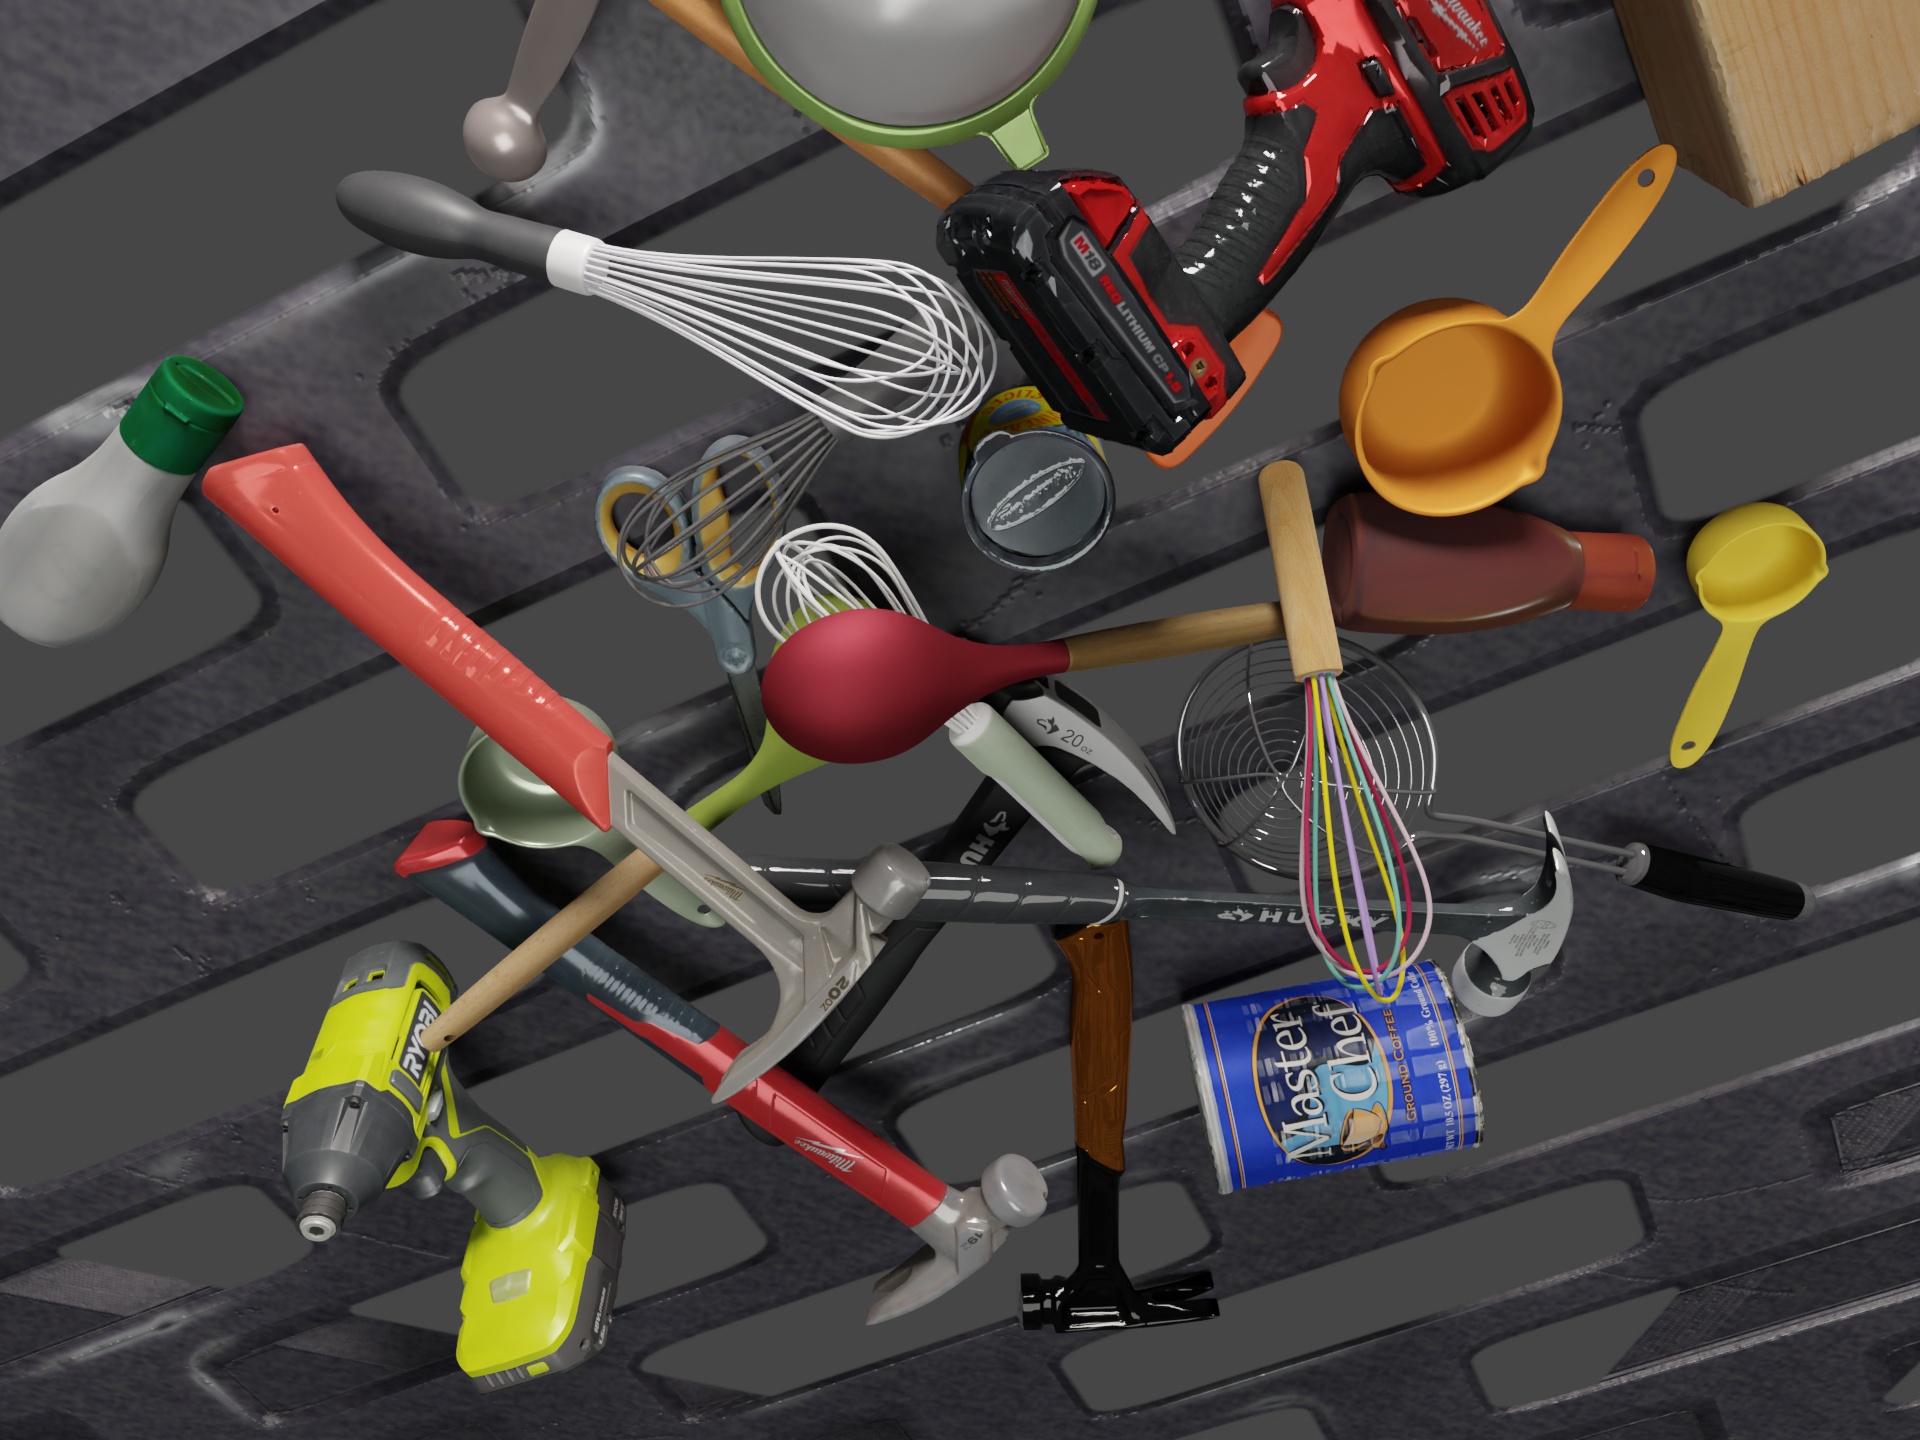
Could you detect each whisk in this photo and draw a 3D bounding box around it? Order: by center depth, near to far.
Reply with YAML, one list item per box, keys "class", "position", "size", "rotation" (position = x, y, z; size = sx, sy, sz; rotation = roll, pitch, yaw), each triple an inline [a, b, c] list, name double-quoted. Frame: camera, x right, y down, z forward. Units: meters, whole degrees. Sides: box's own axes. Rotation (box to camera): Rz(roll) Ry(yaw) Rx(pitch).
- class: "whisk"
  position: [-0.121, -0.170, 0.622]
  size: [0.284, 0.070, 0.070]
  rotation: [18, 121, 11]
- class: "whisk"
  position: [-0.051, -0.124, 0.667]
  size: [0.239, 0.055, 0.055]
  rotation: [-34, 117, 19]
- class: "whisk"
  position: [0.163, 0.002, 0.702]
  size: [0.047, 0.245, 0.051]
  rotation: [-2, 165, -21]
- class: "whisk"
  position: [-0.001, -0.002, 0.723]
  size: [0.059, 0.058, 0.246]
  rotation: [-44, 122, 4]

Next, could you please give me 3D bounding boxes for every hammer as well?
- class: "hammer"
  position: [-0.193, 0.012, 0.717]
  size: [0.359, 0.037, 0.149]
  rotation: [40, 106, -5]
- class: "hammer"
  position: [0.089, 0.086, 0.762]
  size: [0.409, 0.036, 0.149]
  rotation: [3, 144, -1]
- class: "hammer"
  position: [-0.025, 0.115, 0.849]
  size: [0.146, 0.035, 0.334]
  rotation: [27, 117, -17]
- class: "hammer"
  position: [-0.142, 0.189, 0.857]
  size: [0.386, 0.038, 0.143]
  rotation: [39, 118, -13]
- class: "hammer"
  position: [0.089, 0.236, 0.927]
  size: [0.127, 0.034, 0.336]
  rotation: [-3, 121, 1]

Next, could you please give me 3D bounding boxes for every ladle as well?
- class: "ladle"
  position: [0.066, -0.031, 0.700]
  size: [0.315, 0.031, 0.069]
  rotation: [-10, 117, -25]
- class: "ladle"
  position: [-0.151, 0.057, 0.772]
  size: [0.320, 0.062, 0.078]
  rotation: [-39, 141, 13]

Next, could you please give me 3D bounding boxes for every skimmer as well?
- class: "skimmer"
  position: [0.285, 0.046, 0.822]
  size: [0.363, 0.090, 0.127]
  rotation: [13, 116, -21]

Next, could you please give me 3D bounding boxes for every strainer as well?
- class: "strainer"
  position: [-0.069, -0.293, 0.562]
  size: [0.256, 0.069, 0.151]
  rotation: [9, 109, -8]

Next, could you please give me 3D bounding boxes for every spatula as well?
- class: "spatula"
  position: [-0.016, -0.220, 0.641]
  size: [0.322, 0.041, 0.081]
  rotation: [31, 116, -18]

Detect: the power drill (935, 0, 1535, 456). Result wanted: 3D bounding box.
- class: "power drill"
  position: [0.106, -0.216, 0.595]
  size: [0.219, 0.079, 0.143]
  rotation: [-43, 118, -5]

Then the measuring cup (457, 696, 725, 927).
- class: "measuring cup"
  position: [-0.178, 0.049, 0.805]
  size: [0.083, 0.038, 0.167]
  rotation: [-35, 123, 16]

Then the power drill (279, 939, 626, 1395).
- class: "power drill"
  position: [-0.270, 0.249, 0.845]
  size: [0.080, 0.171, 0.223]
  rotation: [-20, 123, 10]

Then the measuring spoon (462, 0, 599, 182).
- class: "measuring spoon"
  position: [-0.161, -0.248, 0.602]
  size: [0.034, 0.018, 0.124]
  rotation: [31, 141, -17]

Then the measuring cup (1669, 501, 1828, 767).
- class: "measuring cup"
  position: [0.372, -0.040, 0.780]
  size: [0.062, 0.029, 0.156]
  rotation: [-2, 133, -1]

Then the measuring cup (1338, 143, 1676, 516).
- class: "measuring cup"
  position: [0.231, -0.170, 0.675]
  size: [0.095, 0.052, 0.173]
  rotation: [27, 115, -17]
